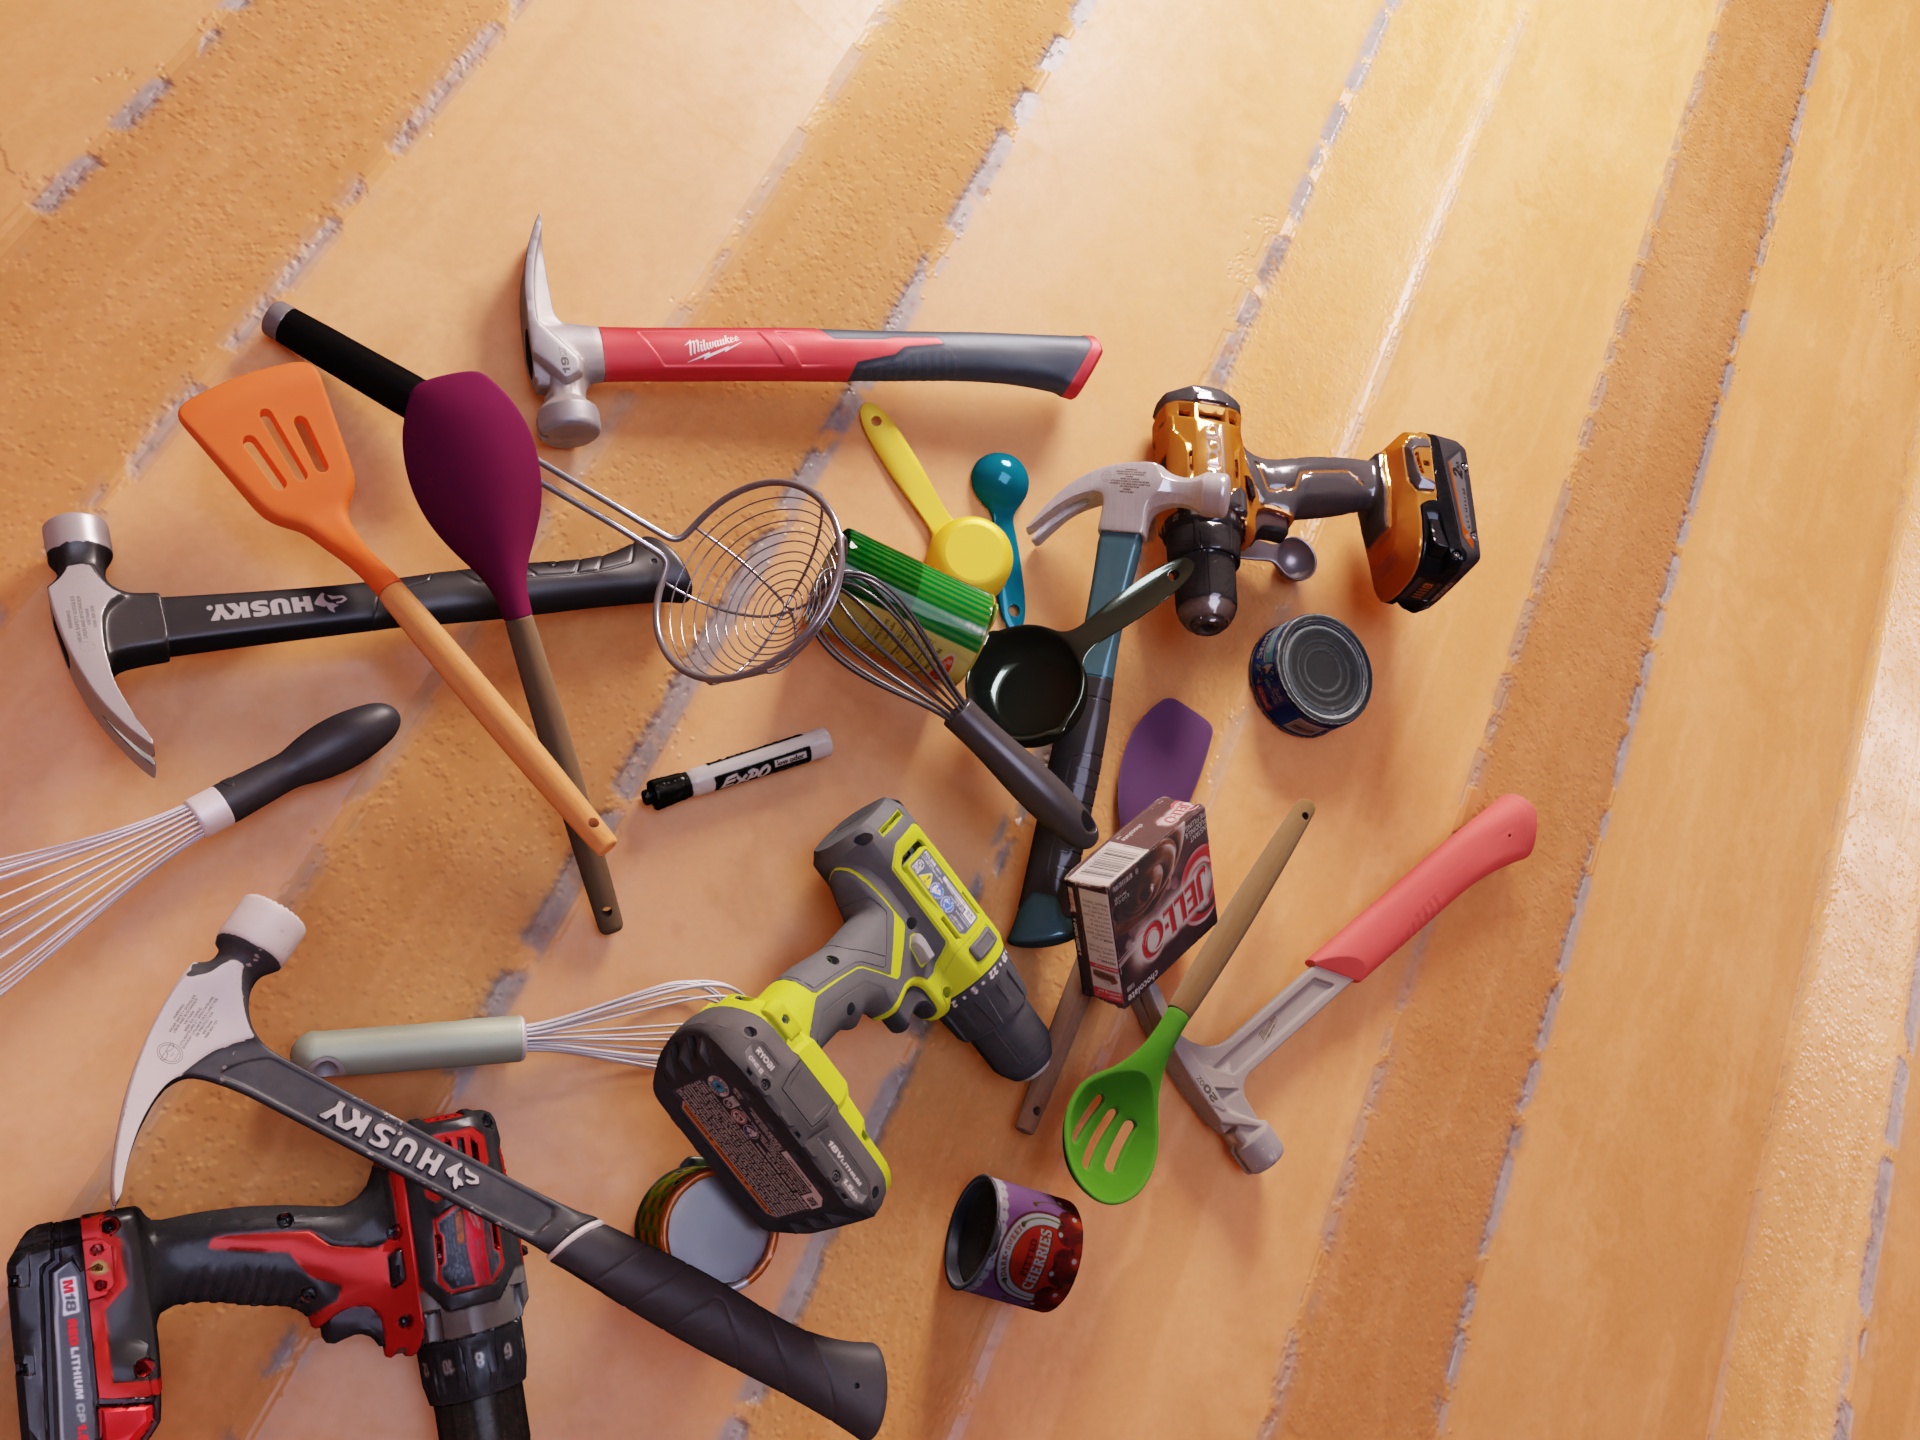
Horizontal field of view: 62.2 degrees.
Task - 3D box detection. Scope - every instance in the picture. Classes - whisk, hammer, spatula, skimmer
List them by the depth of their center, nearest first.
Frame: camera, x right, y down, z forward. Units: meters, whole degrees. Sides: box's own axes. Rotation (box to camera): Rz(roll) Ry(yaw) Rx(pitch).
[{"bbox_3d":[-0.208,0.249,0.777,0.408,0.036,0.149,33,56,-13],"label":"hammer"},{"bbox_3d":[-0.408,0.062,0.800,0.284,0.070,0.070,-34,91,-33],"label":"whisk"},{"bbox_3d":[-0.286,-0.056,0.840,0.323,0.041,0.081,48,51,9],"label":"spatula"},{"bbox_3d":[-0.230,0.170,0.861,0.246,0.057,0.059,-1,41,-22],"label":"whisk"},{"bbox_3d":[-0.310,-0.060,0.880,0.334,0.035,0.146,-9,64,-29],"label":"hammer"},{"bbox_3d":[-0.233,-0.144,0.889,0.363,0.090,0.127,30,83,-3],"label":"skimmer"},{"bbox_3d":[-0.001,-0.003,0.956,0.239,0.055,0.055,44,63,-13],"label":"whisk"},{"bbox_3d":[0.084,-0.014,1.033,0.128,0.033,0.331,8,76,18],"label":"hammer"},{"bbox_3d":[0.096,0.120,1.035,0.059,0.018,0.316,32,64,-15],"label":"spatula"},{"bbox_3d":[-0.087,-0.252,1.038,0.386,0.038,0.143,-5,76,-23],"label":"hammer"},{"bbox_3d":[0.276,0.145,1.099,0.359,0.036,0.149,-33,91,-28],"label":"hammer"}]

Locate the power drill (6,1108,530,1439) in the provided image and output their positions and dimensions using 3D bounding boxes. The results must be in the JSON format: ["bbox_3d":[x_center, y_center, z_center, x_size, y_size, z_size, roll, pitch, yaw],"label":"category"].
[{"bbox_3d":[-0.319,0.301,0.764,0.226,0.080,0.188,-6,78,-29],"label":"power drill"}]

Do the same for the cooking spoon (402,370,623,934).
[{"bbox_3d":[-0.235,-0.032,0.873,0.068,0.017,0.318,-17,102,-15],"label":"cooking spoon"}]

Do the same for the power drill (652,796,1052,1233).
[{"bbox_3d":[-0.046,0.175,0.893,0.190,0.080,0.228,54,41,-8],"label":"power drill"}]

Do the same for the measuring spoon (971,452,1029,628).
[{"bbox_3d":[0.034,-0.123,1.072,0.042,0.021,0.129,1,75,-24],"label":"measuring spoon"}]

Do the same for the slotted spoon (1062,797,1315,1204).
[{"bbox_3d":[0.151,0.167,1.004,0.070,0.031,0.314,44,62,-11],"label":"slotted spoon"}]

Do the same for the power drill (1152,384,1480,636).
[{"bbox_3d":[0.244,-0.134,1.119,0.226,0.084,0.185,8,63,-12],"label":"power drill"}]

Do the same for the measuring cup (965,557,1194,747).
[{"bbox_3d":[0.080,-0.046,1.007,0.167,0.038,0.083,-36,69,0],"label":"measuring cup"}]

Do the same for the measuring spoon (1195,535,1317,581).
[{"bbox_3d":[0.200,-0.124,1.156,0.124,0.018,0.034,10,71,-15],"label":"measuring spoon"}]

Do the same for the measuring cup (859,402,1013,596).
[{"bbox_3d":[-0.020,-0.148,1.047,0.062,0.029,0.156,-33,87,-14],"label":"measuring cup"}]
